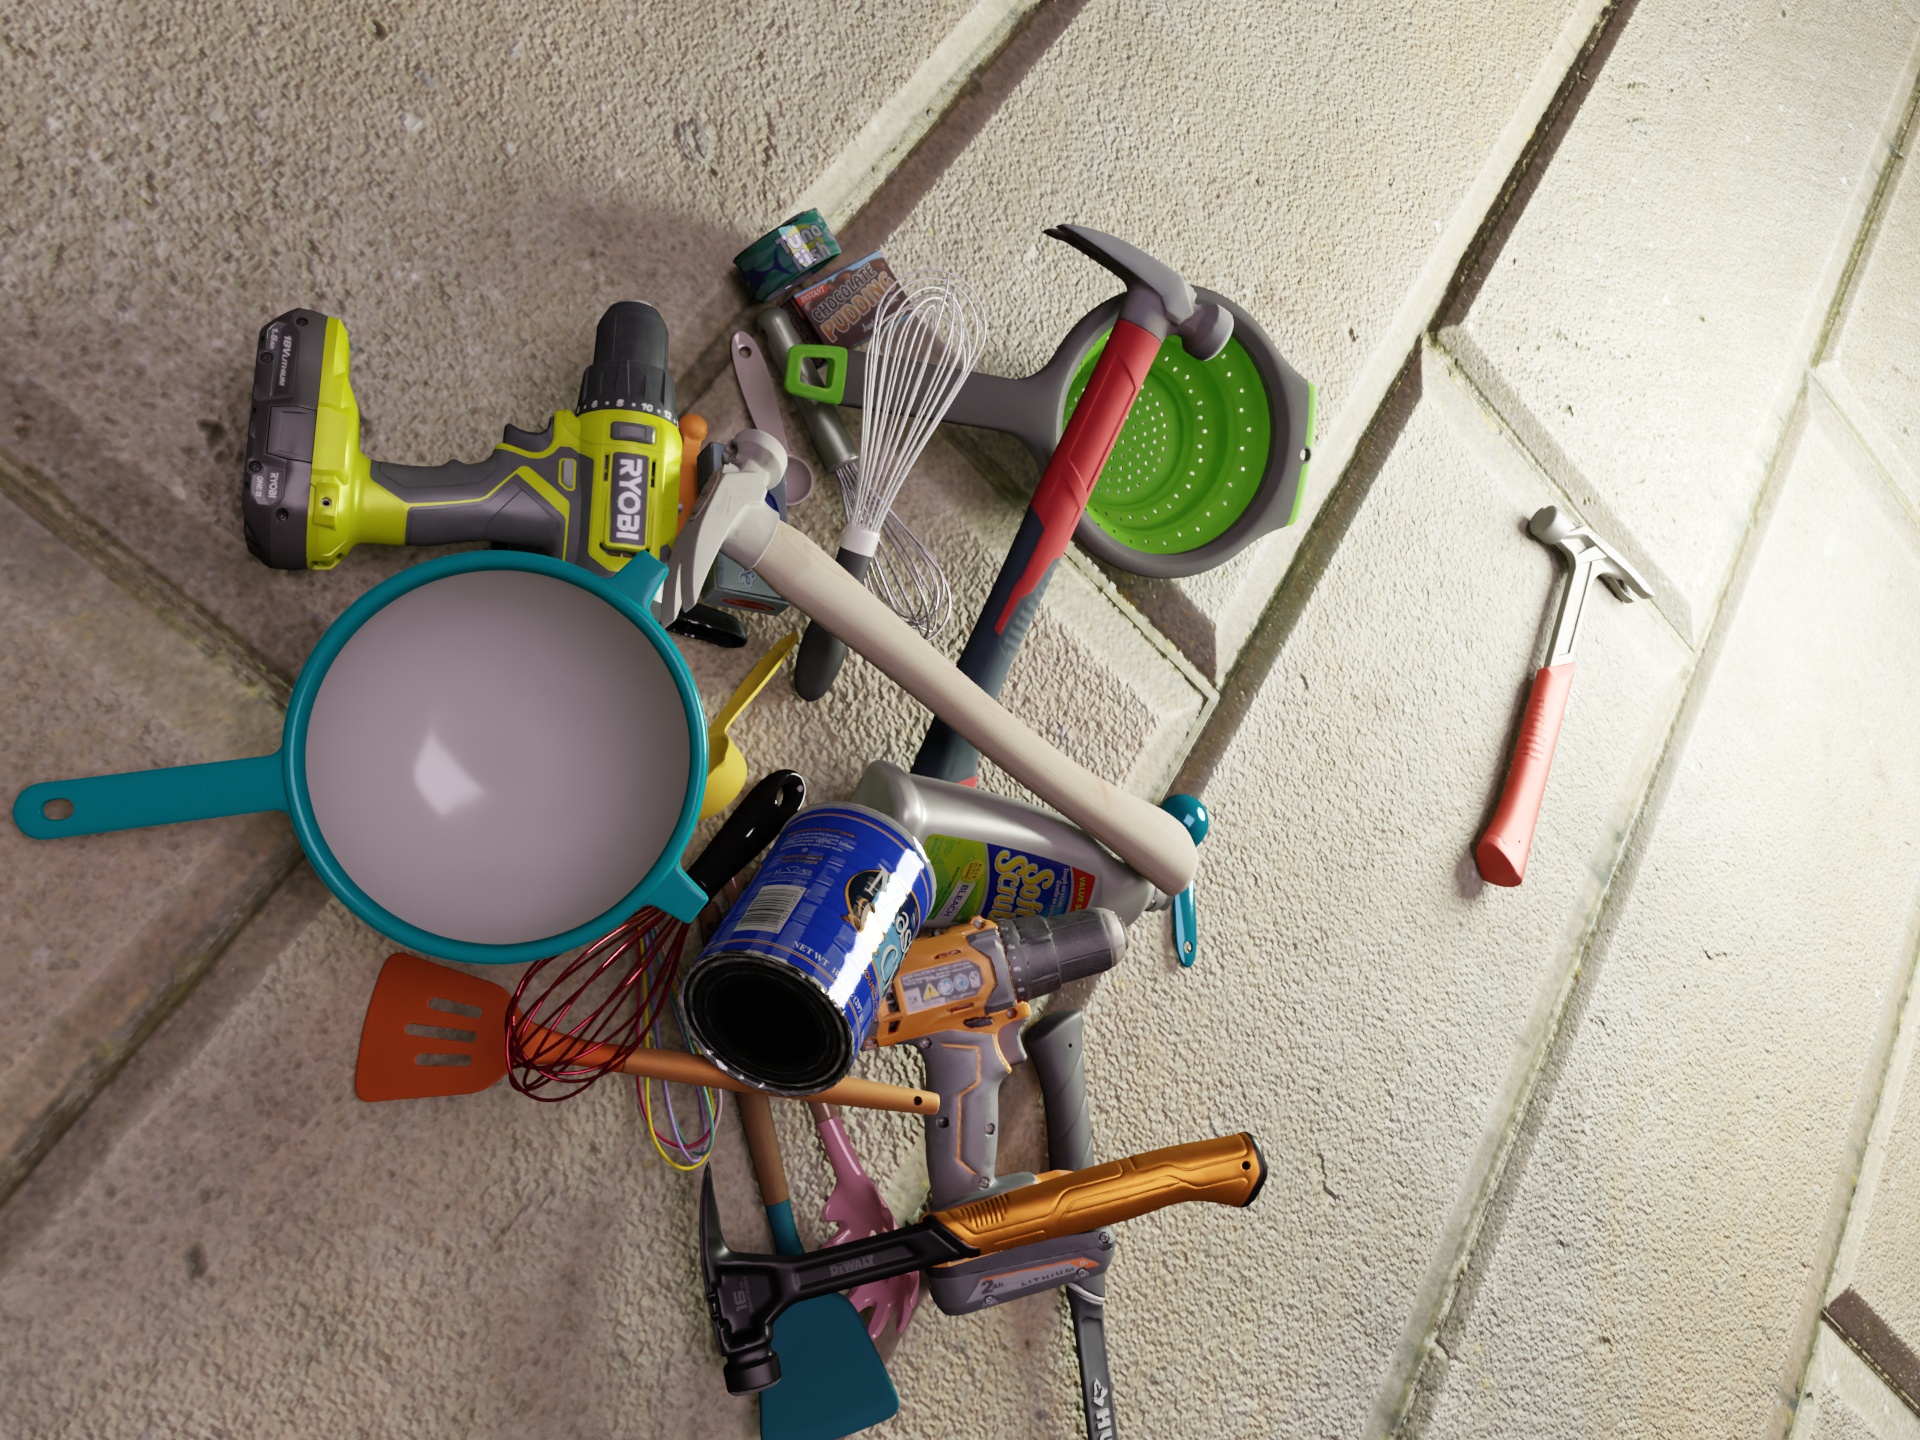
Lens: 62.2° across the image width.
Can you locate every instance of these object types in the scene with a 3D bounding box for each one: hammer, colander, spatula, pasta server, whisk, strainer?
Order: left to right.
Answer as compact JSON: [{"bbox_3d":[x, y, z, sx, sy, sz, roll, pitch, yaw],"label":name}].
[{"bbox_3d":[-0.303,0.027,0.841,0.340,0.095,0.211,-7,90,-6],"label":"strainer"},{"bbox_3d":[-0.182,0.142,0.933,0.047,0.051,0.245,-10,83,-28],"label":"whisk"},{"bbox_3d":[-0.167,0.194,0.893,0.322,0.041,0.081,13,71,-18],"label":"spatula"},{"bbox_3d":[-0.162,0.107,0.900,0.073,0.073,0.296,55,36,-12],"label":"whisk"},{"bbox_3d":[-0.114,0.263,0.950,0.082,0.044,0.317,-14,86,-6],"label":"spatula"},{"bbox_3d":[-0.095,0.221,0.974,0.040,0.060,0.316,-21,89,-65],"label":"pasta server"},{"bbox_3d":[-0.076,-0.163,1.058,0.059,0.058,0.246,-26,91,-13],"label":"whisk"},{"bbox_3d":[-0.052,-0.145,1.007,0.070,0.070,0.284,13,101,-30],"label":"whisk"},{"bbox_3d":[-0.002,-0.003,0.979,0.410,0.038,0.146,38,45,-24],"label":"hammer"},{"bbox_3d":[0.017,0.288,0.932,0.337,0.034,0.127,-11,83,-9],"label":"hammer"},{"bbox_3d":[0.043,-0.131,1.054,0.143,0.038,0.386,26,88,-23],"label":"hammer"},{"bbox_3d":[0.059,-0.214,1.120,0.397,0.094,0.204,5,96,-23],"label":"colander"},{"bbox_3d":[0.090,0.400,1.058,0.149,0.036,0.409,-1,81,-33],"label":"hammer"},{"bbox_3d":[0.528,-0.012,1.413,0.149,0.037,0.359,34,64,-22],"label":"hammer"}]

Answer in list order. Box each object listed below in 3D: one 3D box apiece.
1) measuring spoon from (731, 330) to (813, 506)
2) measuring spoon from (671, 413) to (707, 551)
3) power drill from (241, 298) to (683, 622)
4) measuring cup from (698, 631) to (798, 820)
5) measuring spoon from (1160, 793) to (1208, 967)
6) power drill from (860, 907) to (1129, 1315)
[{"bbox_3d":[-0.128,-0.198,1.051,0.034,0.018,0.124,-17,83,-11],"label":"measuring spoon"},{"bbox_3d":[-0.170,-0.144,1.002,0.021,0.011,0.117,15,62,-31],"label":"measuring spoon"},{"bbox_3d":[-0.268,-0.156,0.887,0.228,0.080,0.191,5,78,-20],"label":"power drill"},{"bbox_3d":[-0.135,0.003,0.991,0.029,0.062,0.157,56,46,-27],"label":"measuring cup"},{"bbox_3d":[0.170,0.117,1.169,0.042,0.021,0.129,7,76,-31],"label":"measuring spoon"},{"bbox_3d":[0.035,0.234,0.999,0.185,0.084,0.226,-14,86,-8],"label":"power drill"}]
